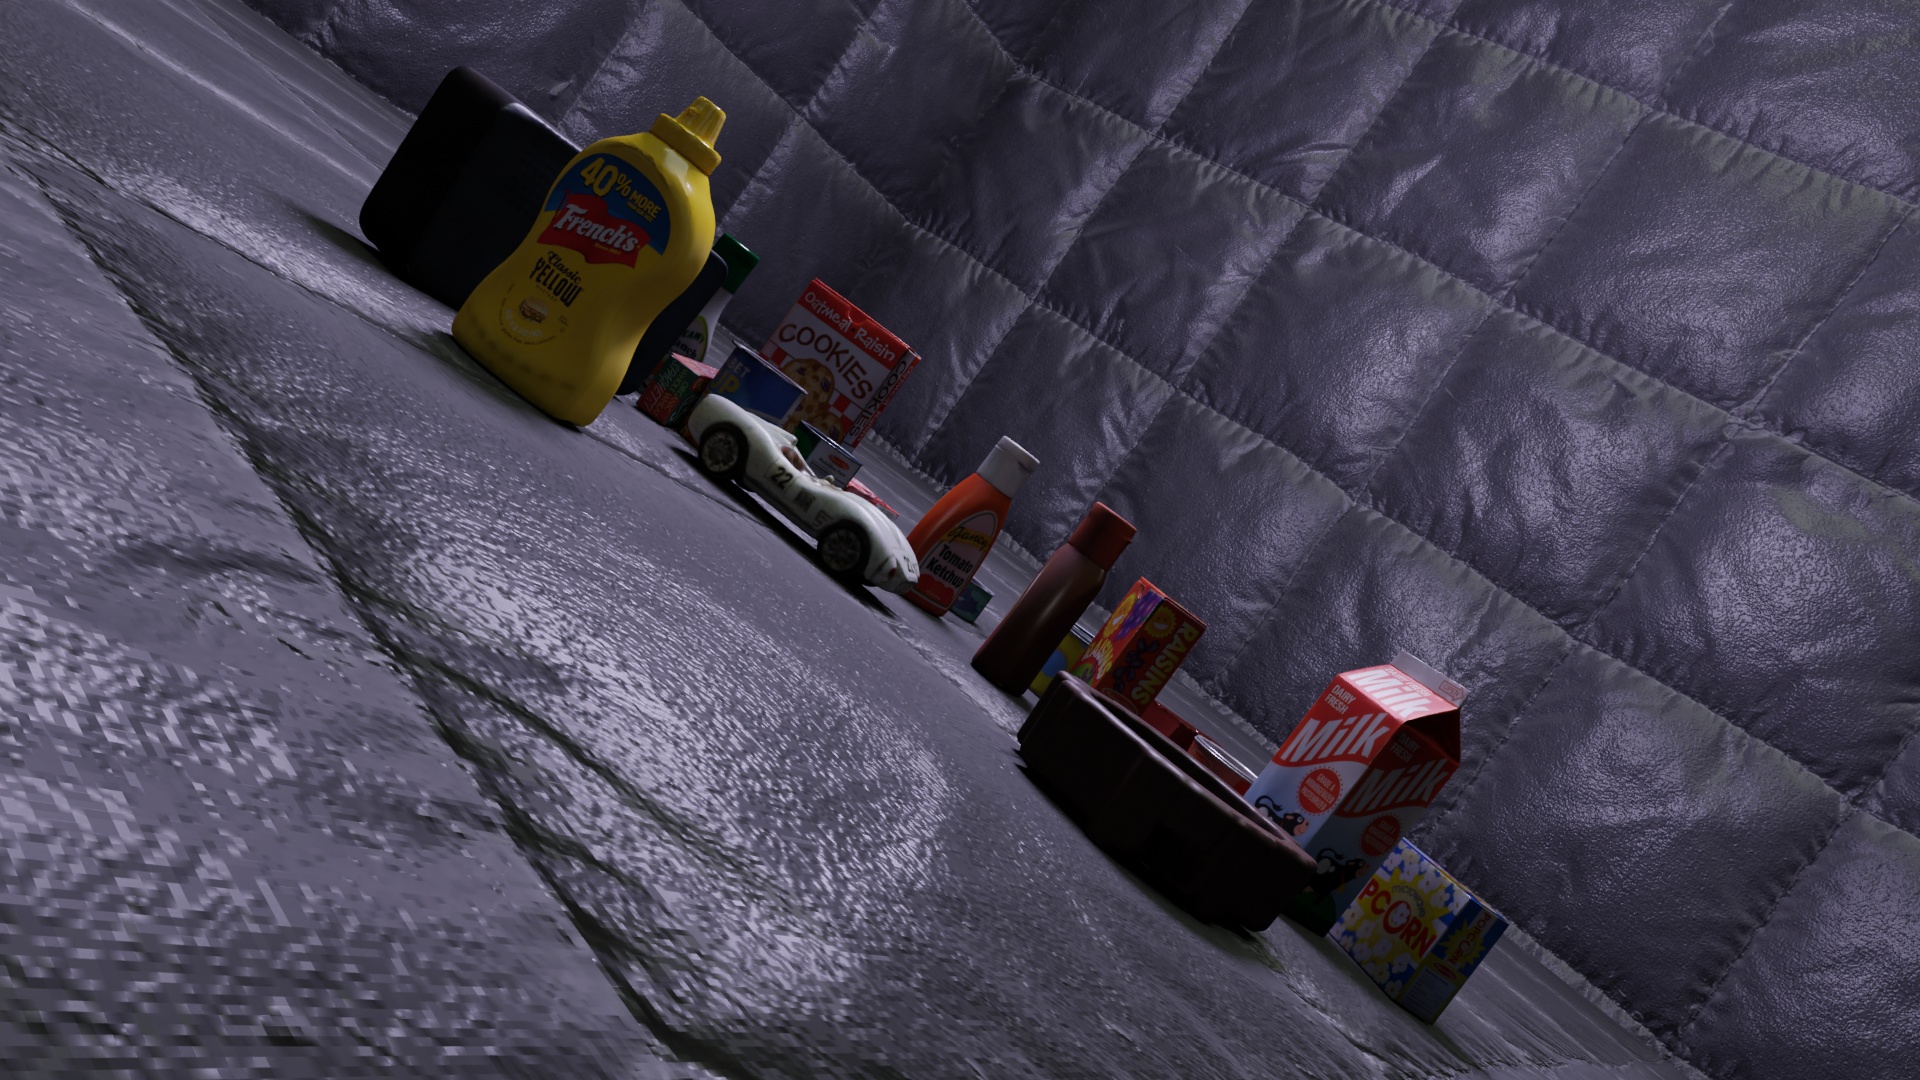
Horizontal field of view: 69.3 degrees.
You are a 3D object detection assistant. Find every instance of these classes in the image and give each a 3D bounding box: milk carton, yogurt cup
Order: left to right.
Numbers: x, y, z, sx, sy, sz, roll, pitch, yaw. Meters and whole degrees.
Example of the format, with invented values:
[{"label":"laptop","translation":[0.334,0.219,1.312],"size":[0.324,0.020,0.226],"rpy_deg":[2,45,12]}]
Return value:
[{"label":"yogurt cup","translation":[0.189,0.186,1.037],"size":[0.072,0.054,0.072],"rpy_deg":[36,3,-2]},{"label":"milk carton","translation":[0.263,0.163,0.939],"size":[0.073,0.190,0.072],"rpy_deg":[35,3,-31]}]

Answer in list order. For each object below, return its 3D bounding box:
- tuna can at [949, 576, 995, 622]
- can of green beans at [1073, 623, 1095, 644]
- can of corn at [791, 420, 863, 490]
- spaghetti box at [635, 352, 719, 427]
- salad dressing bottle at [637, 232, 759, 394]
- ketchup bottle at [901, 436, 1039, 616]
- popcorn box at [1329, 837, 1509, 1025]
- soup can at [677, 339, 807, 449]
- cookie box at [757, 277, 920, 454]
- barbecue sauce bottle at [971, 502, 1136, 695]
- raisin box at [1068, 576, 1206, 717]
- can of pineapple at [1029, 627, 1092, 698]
[{"label":"tuna can","translation":[-0.003,0.043,1.243],"size":[0.071,0.033,0.071],"rpy_deg":[36,3,-2]},{"label":"can of green beans","translation":[0.094,0.104,1.183],"size":[0.071,0.058,0.071],"rpy_deg":[36,3,-2]},{"label":"can of corn","translation":[-0.129,-0.062,1.201],"size":[0.071,0.058,0.071],"rpy_deg":[36,3,-2]},{"label":"spaghetti box","translation":[-0.216,-0.119,1.157],"size":[0.029,0.050,0.250],"rpy_deg":[37,3,-1]},{"label":"salad dressing bottle","translation":[-0.224,-0.185,1.147],"size":[0.064,0.147,0.044],"rpy_deg":[35,3,-40]},{"label":"ketchup bottle","translation":[0.004,-0.014,1.101],"size":[0.064,0.148,0.043],"rpy_deg":[35,3,-38]},{"label":"popcorn box","translation":[0.302,0.257,0.948],"size":[0.038,0.085,0.127],"rpy_deg":[36,3,-17]},{"label":"soup can","translation":[-0.172,-0.102,1.081],"size":[0.071,0.083,0.071],"rpy_deg":[37,3,-2]},{"label":"cookie box","translation":[-0.136,-0.142,1.299],"size":[0.123,0.167,0.040],"rpy_deg":[37,3,18]},{"label":"barbecue sauce bottle","translation":[0.070,0.042,1.005],"size":[0.044,0.148,0.065],"rpy_deg":[37,3,19]},{"label":"raisin box","translation":[0.108,0.089,0.947],"size":[0.040,0.123,0.086],"rpy_deg":[36,3,-7]},{"label":"can of pineapple","translation":[0.091,0.107,1.106],"size":[0.071,0.058,0.071],"rpy_deg":[36,3,-2]}]
